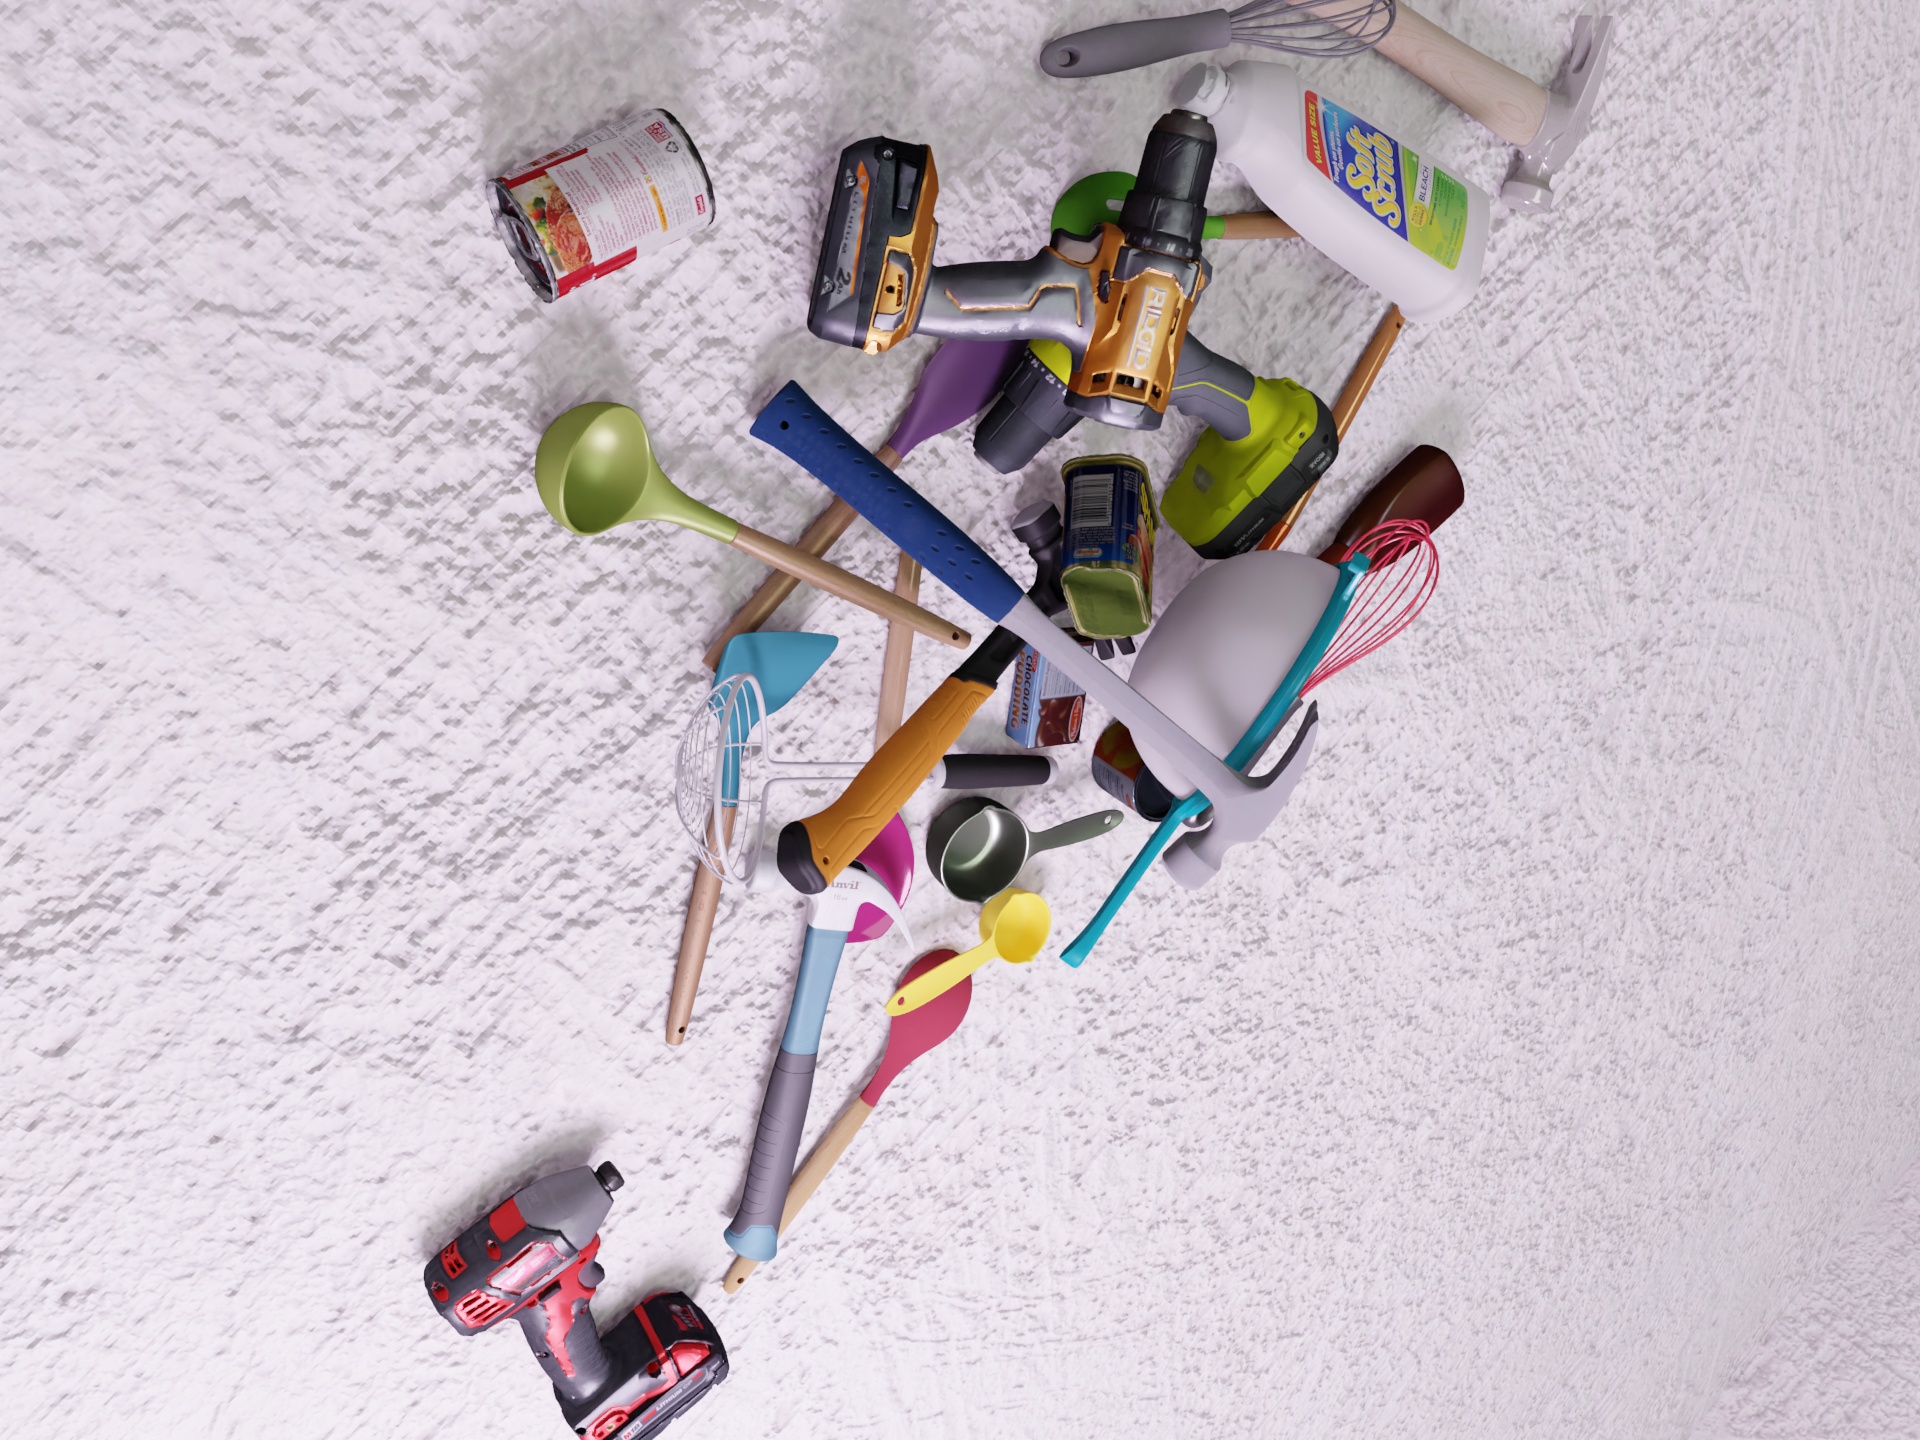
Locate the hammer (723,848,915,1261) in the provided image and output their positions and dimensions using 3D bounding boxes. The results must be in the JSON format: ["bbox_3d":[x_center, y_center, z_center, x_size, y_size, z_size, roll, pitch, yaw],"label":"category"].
[{"bbox_3d":[-0.121,0.248,1.151,0.128,0.033,0.331,7,109,-21],"label":"hammer"}]

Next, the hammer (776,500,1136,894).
[{"bbox_3d":[-0.002,-0.003,1.022,0.337,0.034,0.127,-48,114,-37],"label":"hammer"}]

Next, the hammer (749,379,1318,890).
[{"bbox_3d":[0.044,-0.067,0.984,0.405,0.035,0.144,40,113,-7],"label":"hammer"}]

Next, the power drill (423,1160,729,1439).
[{"bbox_3d":[-0.261,0.411,1.124,0.143,0.079,0.219,-37,124,-14],"label":"power drill"}]

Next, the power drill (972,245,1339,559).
[{"bbox_3d":[0.133,-0.206,1.082,0.228,0.080,0.190,30,109,-38],"label":"power drill"}]

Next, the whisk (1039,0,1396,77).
[{"bbox_3d":[0.164,-0.431,0.999,0.239,0.055,0.055,-13,120,-8],"label":"whisk"}]

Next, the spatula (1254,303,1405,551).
[{"bbox_3d":[0.265,-0.170,1.216,0.081,0.041,0.322,25,95,-31],"label":"spatula"}]

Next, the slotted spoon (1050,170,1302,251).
[{"bbox_3d":[0.199,-0.345,1.101,0.313,0.031,0.070,-12,115,-30],"label":"slotted spoon"}]

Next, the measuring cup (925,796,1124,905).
[{"bbox_3d":[0.048,0.084,1.196,0.167,0.038,0.083,-13,118,-31],"label":"measuring cup"}]

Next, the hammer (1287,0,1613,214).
[{"bbox_3d":[0.304,-0.485,1.098,0.410,0.038,0.146,9,105,-36],"label":"hammer"}]

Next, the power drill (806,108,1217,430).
[{"bbox_3d":[0.037,-0.283,0.938,0.226,0.084,0.185,11,107,-11],"label":"power drill"}]

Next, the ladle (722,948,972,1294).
[{"bbox_3d":[-0.088,0.312,1.221,0.069,0.031,0.315,34,92,-33],"label":"ladle"}]

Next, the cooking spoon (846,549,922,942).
[{"bbox_3d":[-0.051,0.014,1.109,0.068,0.017,0.318,-4,114,-30],"label":"cooking spoon"}]

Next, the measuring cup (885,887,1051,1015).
[{"bbox_3d":[0.001,0.177,1.203,0.156,0.029,0.062,-28,116,-27],"label":"measuring cup"}]

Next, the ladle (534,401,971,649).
[{"bbox_3d":[-0.112,-0.103,0.972,0.320,0.062,0.078,23,91,-33],"label":"ladle"}]

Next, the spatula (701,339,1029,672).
[{"bbox_3d":[-0.058,-0.153,1.027,0.316,0.018,0.059,-50,133,-5],"label":"spatula"}]

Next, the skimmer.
[{"bbox_3d":[-0.040,0.036,1.046,0.363,0.090,0.127,1,90,-45],"label":"skimmer"}]

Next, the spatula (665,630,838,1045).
[{"bbox_3d":[-0.157,0.082,1.056,0.082,0.044,0.317,-1,113,-41],"label":"spatula"}]

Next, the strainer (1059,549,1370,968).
[{"bbox_3d":[0.142,0.009,1.106,0.095,0.211,0.340,35,89,1],"label":"strainer"}]

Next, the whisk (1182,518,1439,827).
[{"bbox_3d":[0.264,-0.034,1.209,0.296,0.073,0.073,-50,129,-2],"label":"whisk"}]
